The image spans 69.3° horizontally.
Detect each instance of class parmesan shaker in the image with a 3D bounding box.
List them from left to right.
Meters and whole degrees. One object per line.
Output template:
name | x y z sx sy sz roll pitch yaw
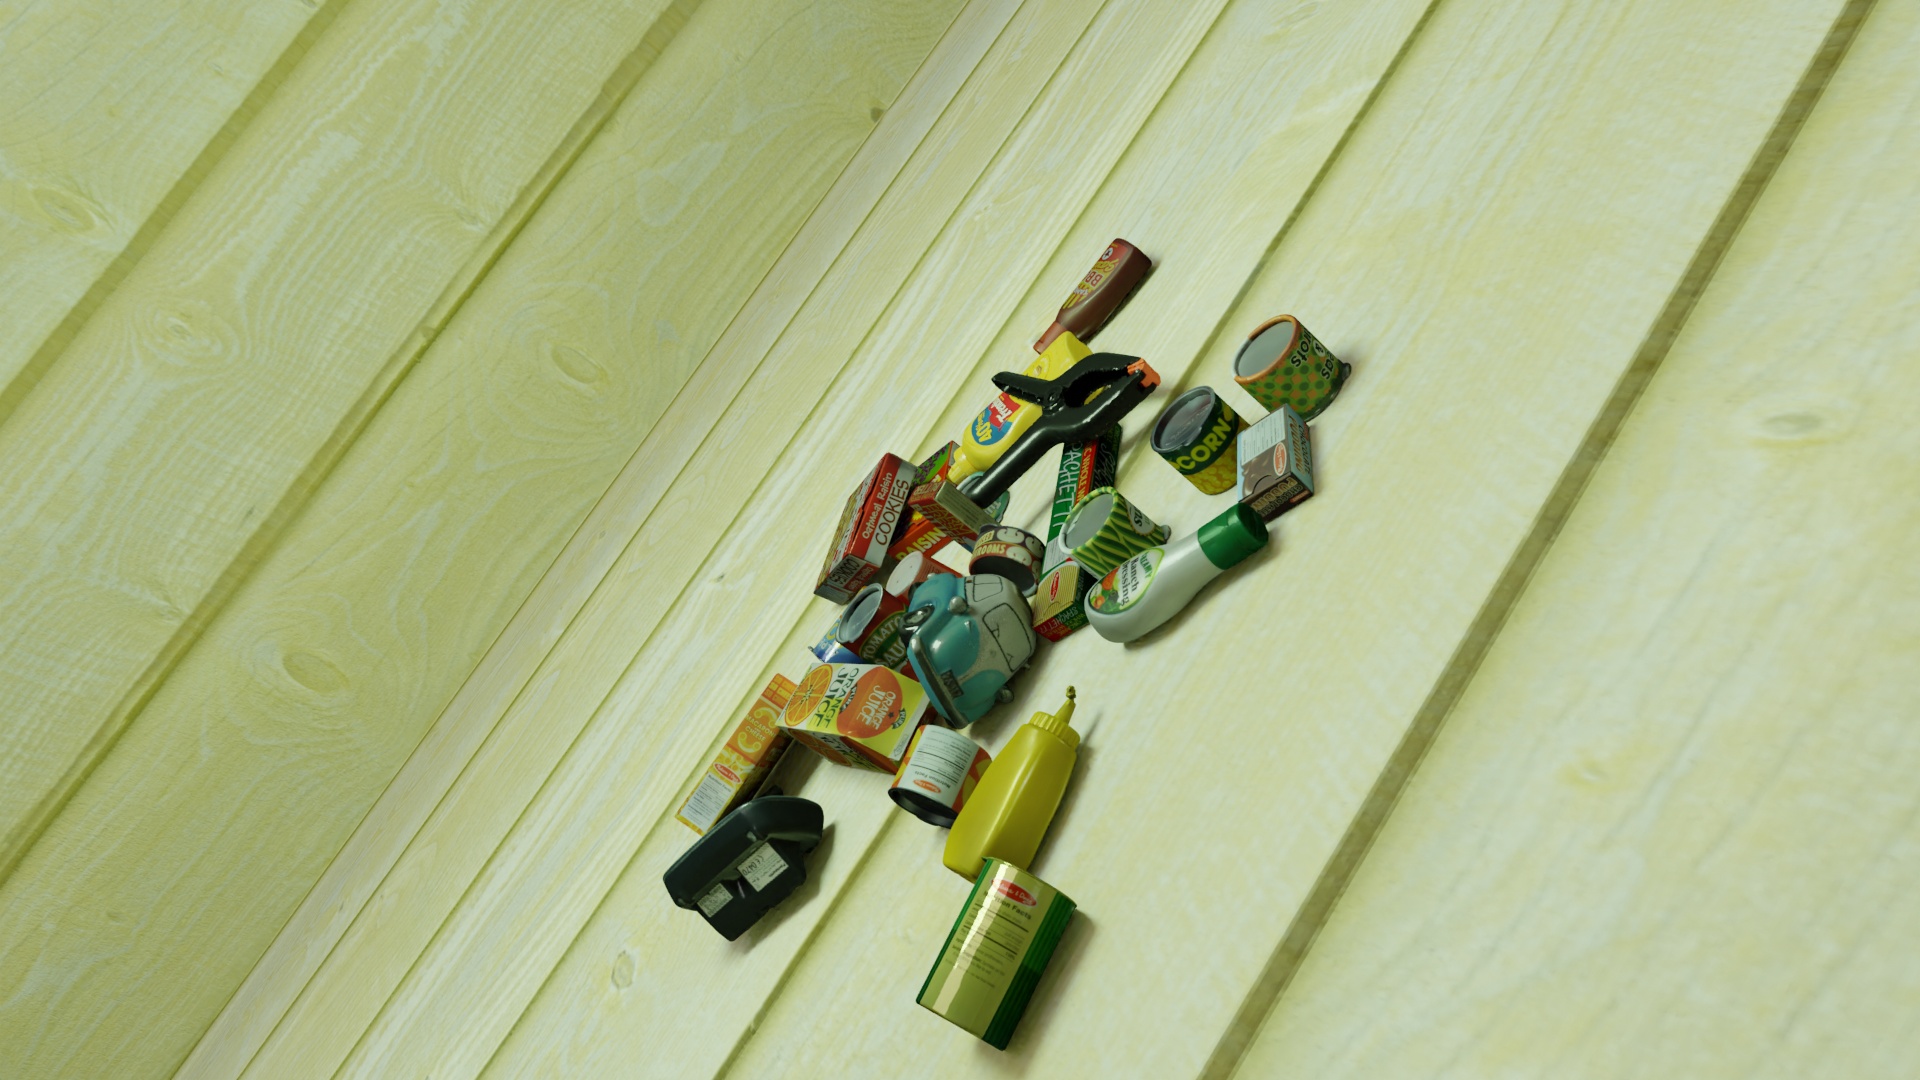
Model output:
parmesan shaker | 0.021 0.266 0.898 0.071 0.071 0.103 -4 53 61

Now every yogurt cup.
yogurt cup | -0.035 0.047 1.345 0.072 0.054 0.073 -41 26 25

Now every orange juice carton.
orange juice carton | -0.085 0.159 1.248 0.192 0.073 0.072 -6 50 59

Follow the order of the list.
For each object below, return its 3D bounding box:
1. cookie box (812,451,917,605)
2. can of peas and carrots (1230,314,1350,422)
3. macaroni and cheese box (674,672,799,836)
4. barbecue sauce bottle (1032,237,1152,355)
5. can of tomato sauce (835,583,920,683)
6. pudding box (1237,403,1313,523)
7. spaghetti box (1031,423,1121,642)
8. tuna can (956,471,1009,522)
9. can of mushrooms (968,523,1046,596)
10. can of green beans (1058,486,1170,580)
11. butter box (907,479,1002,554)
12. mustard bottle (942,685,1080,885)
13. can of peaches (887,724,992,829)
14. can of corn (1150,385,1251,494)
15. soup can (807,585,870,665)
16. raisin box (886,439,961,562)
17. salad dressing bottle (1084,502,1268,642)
cookie box | -0.106 -0.010 1.503 0.167 0.040 0.123 -41 28 65
can of peas and carrots | 0.252 -0.132 1.064 0.070 0.058 0.071 -41 25 25
macaroni and cheese box | -0.208 0.213 1.373 0.167 0.040 0.123 -56 -6 -9
barbecue sauce bottle | 0.137 -0.250 1.473 0.148 0.043 0.065 -50 24 5
can of tomato sauce | -0.064 0.091 1.295 0.071 0.083 0.071 -41 25 24
pudding box | 0.232 -0.057 1.029 0.049 0.030 0.084 -34 29 34
spaghetti box | 0.104 -0.019 1.213 0.050 0.028 0.251 -34 29 37
tuna can | 0.016 -0.034 1.396 0.071 0.033 0.071 -42 24 24
can of mushrooms | 0.040 0.018 1.224 0.071 0.071 0.034 -27 35 45
can of green beans | 0.121 -0.001 1.117 0.071 0.058 0.071 -41 25 24
butter box | 0.005 -0.016 1.299 0.053 0.103 0.024 -9 47 60
mustard bottle | 0.048 0.176 1.006 0.161 0.048 0.065 -58 24 -16
can of peaches | -0.015 0.186 1.090 0.071 0.071 0.058 -16 42 54
can of corn | 0.194 -0.077 1.093 0.071 0.058 0.071 -41 25 24
soup can | -0.097 0.095 1.367 0.084 0.071 0.071 -52 23 -1
raisin box | -0.032 -0.039 1.483 0.086 0.040 0.124 -35 29 33
salad dressing bottle | 0.159 0.023 1.028 0.147 0.044 0.064 -36 29 32
